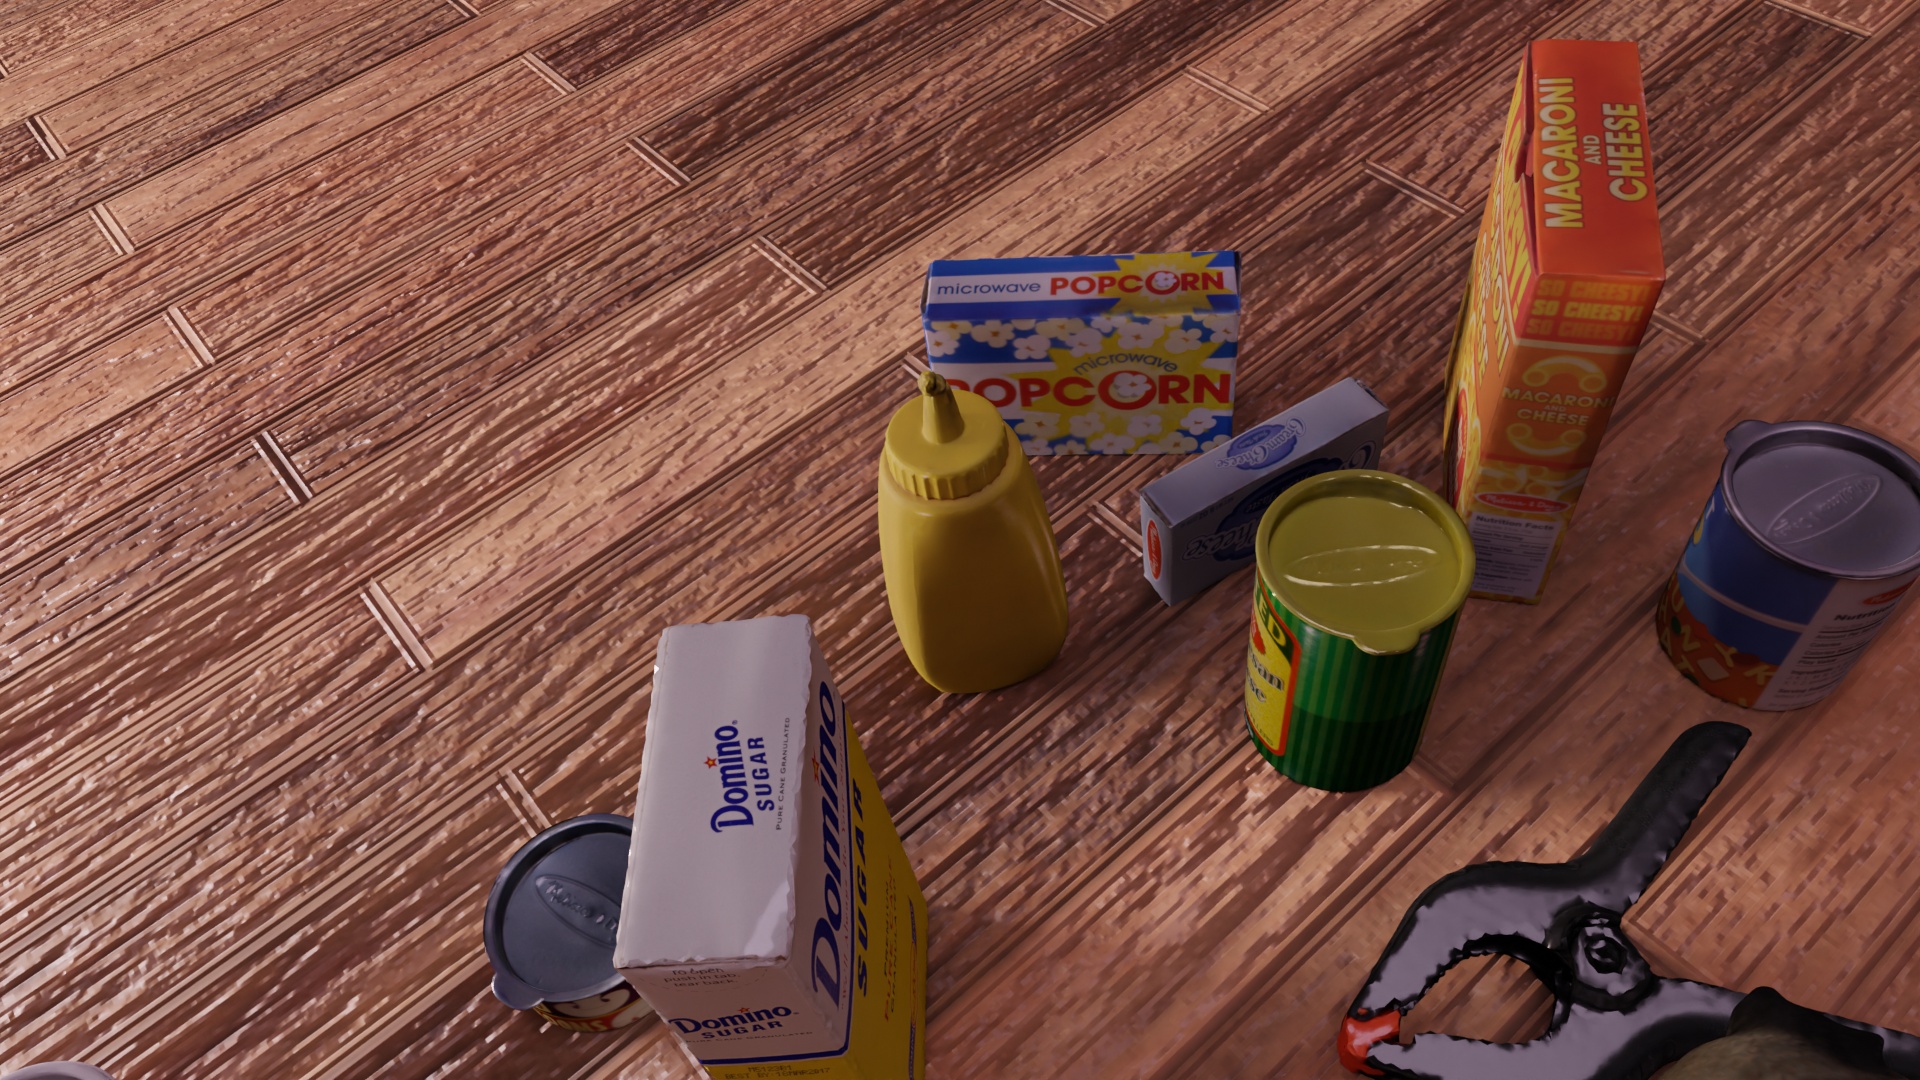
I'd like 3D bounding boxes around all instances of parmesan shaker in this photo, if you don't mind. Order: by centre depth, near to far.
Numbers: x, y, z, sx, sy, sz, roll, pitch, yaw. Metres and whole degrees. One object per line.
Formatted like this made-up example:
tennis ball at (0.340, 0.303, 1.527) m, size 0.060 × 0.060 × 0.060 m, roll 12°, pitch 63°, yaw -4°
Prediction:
parmesan shaker at (0.131, 0.036, 0.469) m, size 0.071 × 0.102 × 0.072 m, roll -4°, pitch 52°, yaw 5°

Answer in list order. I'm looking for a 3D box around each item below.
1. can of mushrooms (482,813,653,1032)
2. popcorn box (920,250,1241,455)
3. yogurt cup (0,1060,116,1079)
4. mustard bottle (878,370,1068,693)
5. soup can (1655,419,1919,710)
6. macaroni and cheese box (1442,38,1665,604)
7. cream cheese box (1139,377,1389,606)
can of mushrooms at (-0.126, 0.132, 0.473) m, size 0.071 × 0.033 × 0.071 m, roll -4°, pitch 52°, yaw 5°
popcorn box at (0.052, -0.076, 0.579) m, size 0.127 × 0.084 × 0.038 m, roll 0°, pitch 52°, yaw 7°
yogurt cup at (-0.274, 0.201, 0.425) m, size 0.072 × 0.053 × 0.073 m, roll -4°, pitch 52°, yaw 5°
mustard bottle at (0.002, -0.006, 0.483) m, size 0.065 × 0.159 × 0.049 m, roll -15°, pitch 52°, yaw -4°
soup can at (0.286, 0.008, 0.482) m, size 0.071 × 0.083 × 0.072 m, roll -4°, pitch 52°, yaw 5°
macaroni and cheese box at (0.208, -0.074, 0.505) m, size 0.040 × 0.165 × 0.124 m, roll 6°, pitch 53°, yaw 13°
cream cheese box at (0.118, -0.019, 0.546) m, size 0.104 × 0.053 × 0.024 m, roll -28°, pitch 54°, yaw -14°
